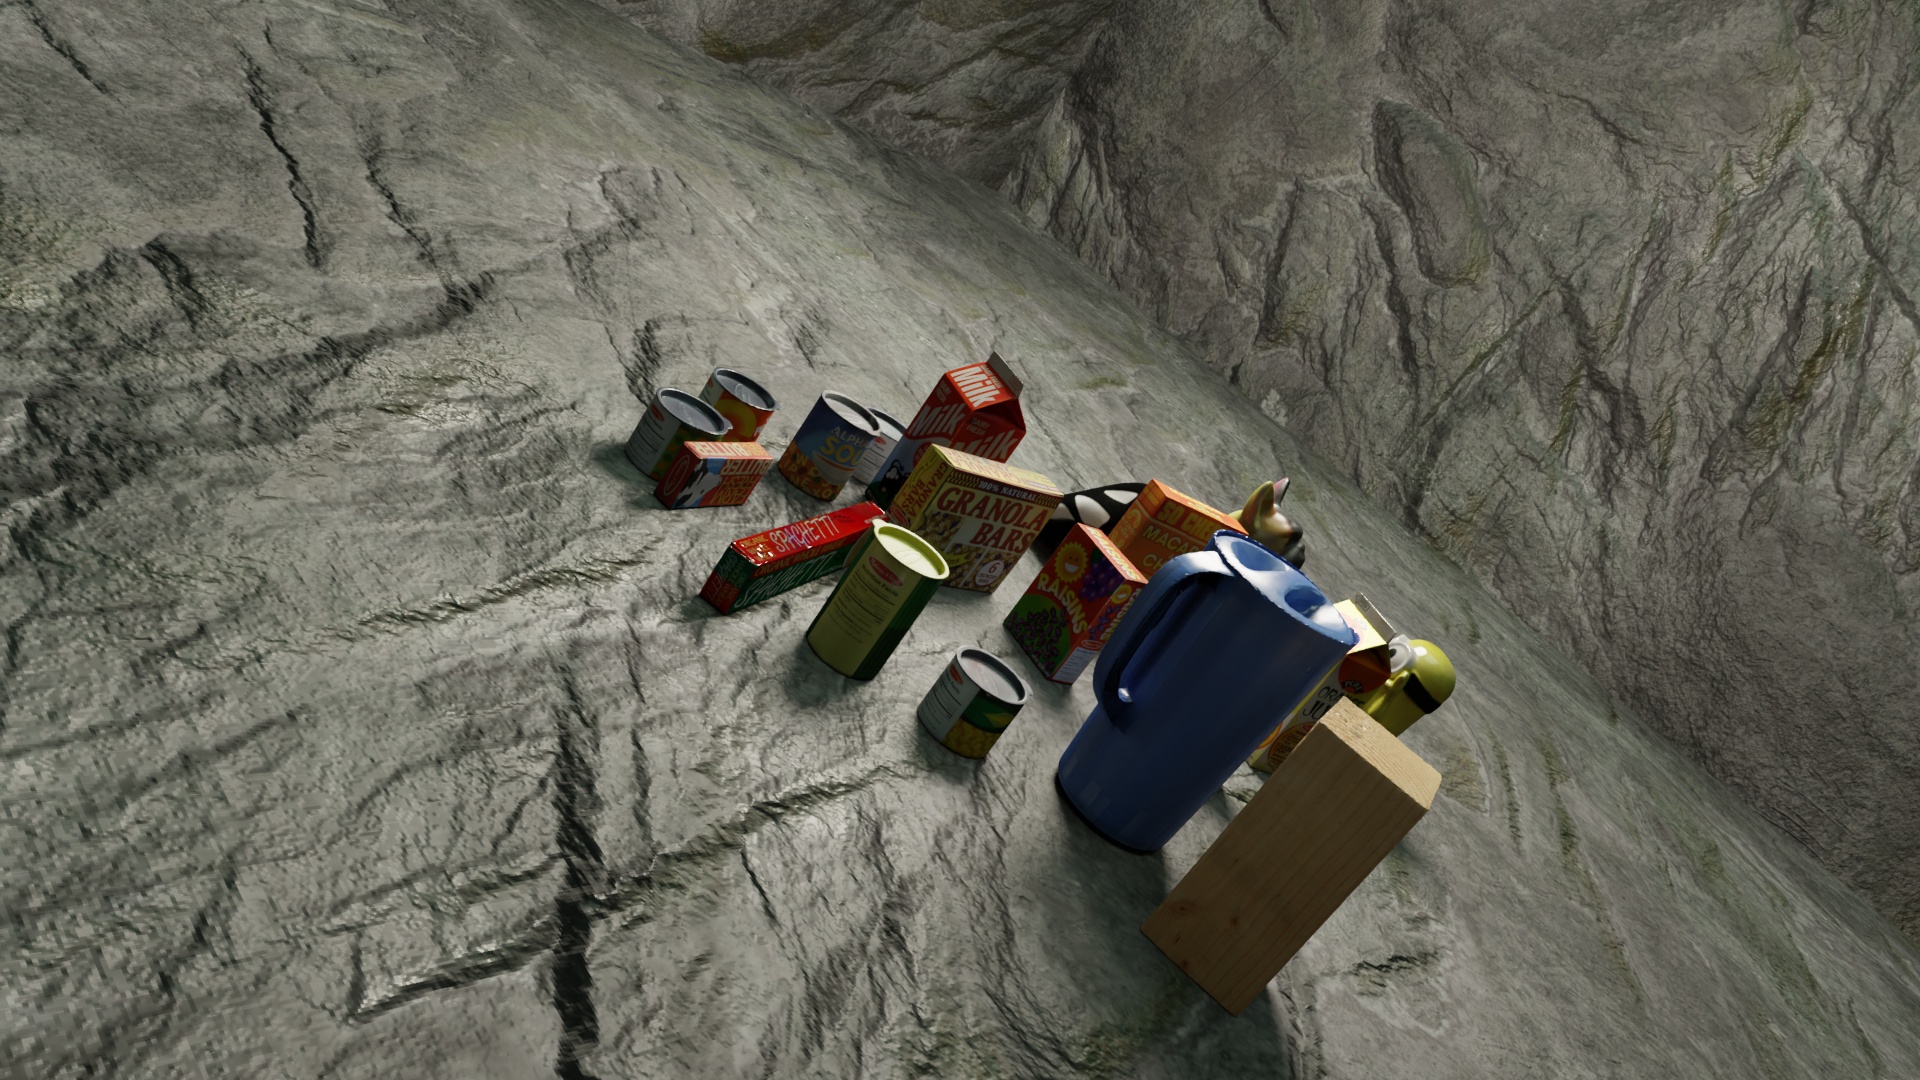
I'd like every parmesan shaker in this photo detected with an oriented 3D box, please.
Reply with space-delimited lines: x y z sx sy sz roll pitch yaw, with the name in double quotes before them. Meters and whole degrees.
"parmesan shaker" -0.066 0.045 1.057 0.071 0.102 0.071 31 19 -12

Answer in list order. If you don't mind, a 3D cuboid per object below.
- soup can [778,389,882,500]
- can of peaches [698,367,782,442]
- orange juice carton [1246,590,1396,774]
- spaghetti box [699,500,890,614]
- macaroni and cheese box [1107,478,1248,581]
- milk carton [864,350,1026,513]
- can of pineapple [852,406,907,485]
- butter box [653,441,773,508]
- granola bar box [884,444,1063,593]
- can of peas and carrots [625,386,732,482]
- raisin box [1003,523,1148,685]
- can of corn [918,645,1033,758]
"soup can" -0.122 -0.087 1.306 0.071 0.083 0.071 31 19 -12
"can of peaches" -0.208 -0.115 1.268 0.071 0.058 0.071 31 19 -12
"orange juice carton" 0.354 0.142 1.384 0.073 0.192 0.072 23 22 -32
"spaghetti box" -0.127 0.010 1.120 0.029 0.050 0.251 39 20 11
"macaroni and cheese box" 0.199 0.029 1.435 0.124 0.166 0.040 23 22 -32
"milk carton" -0.005 -0.091 1.344 0.073 0.190 0.072 19 24 -39
"can of pineapple" -0.086 -0.095 1.422 0.071 0.057 0.071 31 19 -12
"butter box" -0.202 -0.054 1.143 0.024 0.053 0.104 42 20 18
"granola bar box" 0.005 -0.016 1.285 0.165 0.123 0.039 11 30 -49
"can of peas and carrots" -0.234 -0.085 1.153 0.071 0.058 0.071 31 19 -12
"raisin box" 0.106 0.058 1.277 0.040 0.123 0.086 16 26 -44
"can of corn" 0.011 0.125 1.065 0.071 0.058 0.071 31 19 -12
